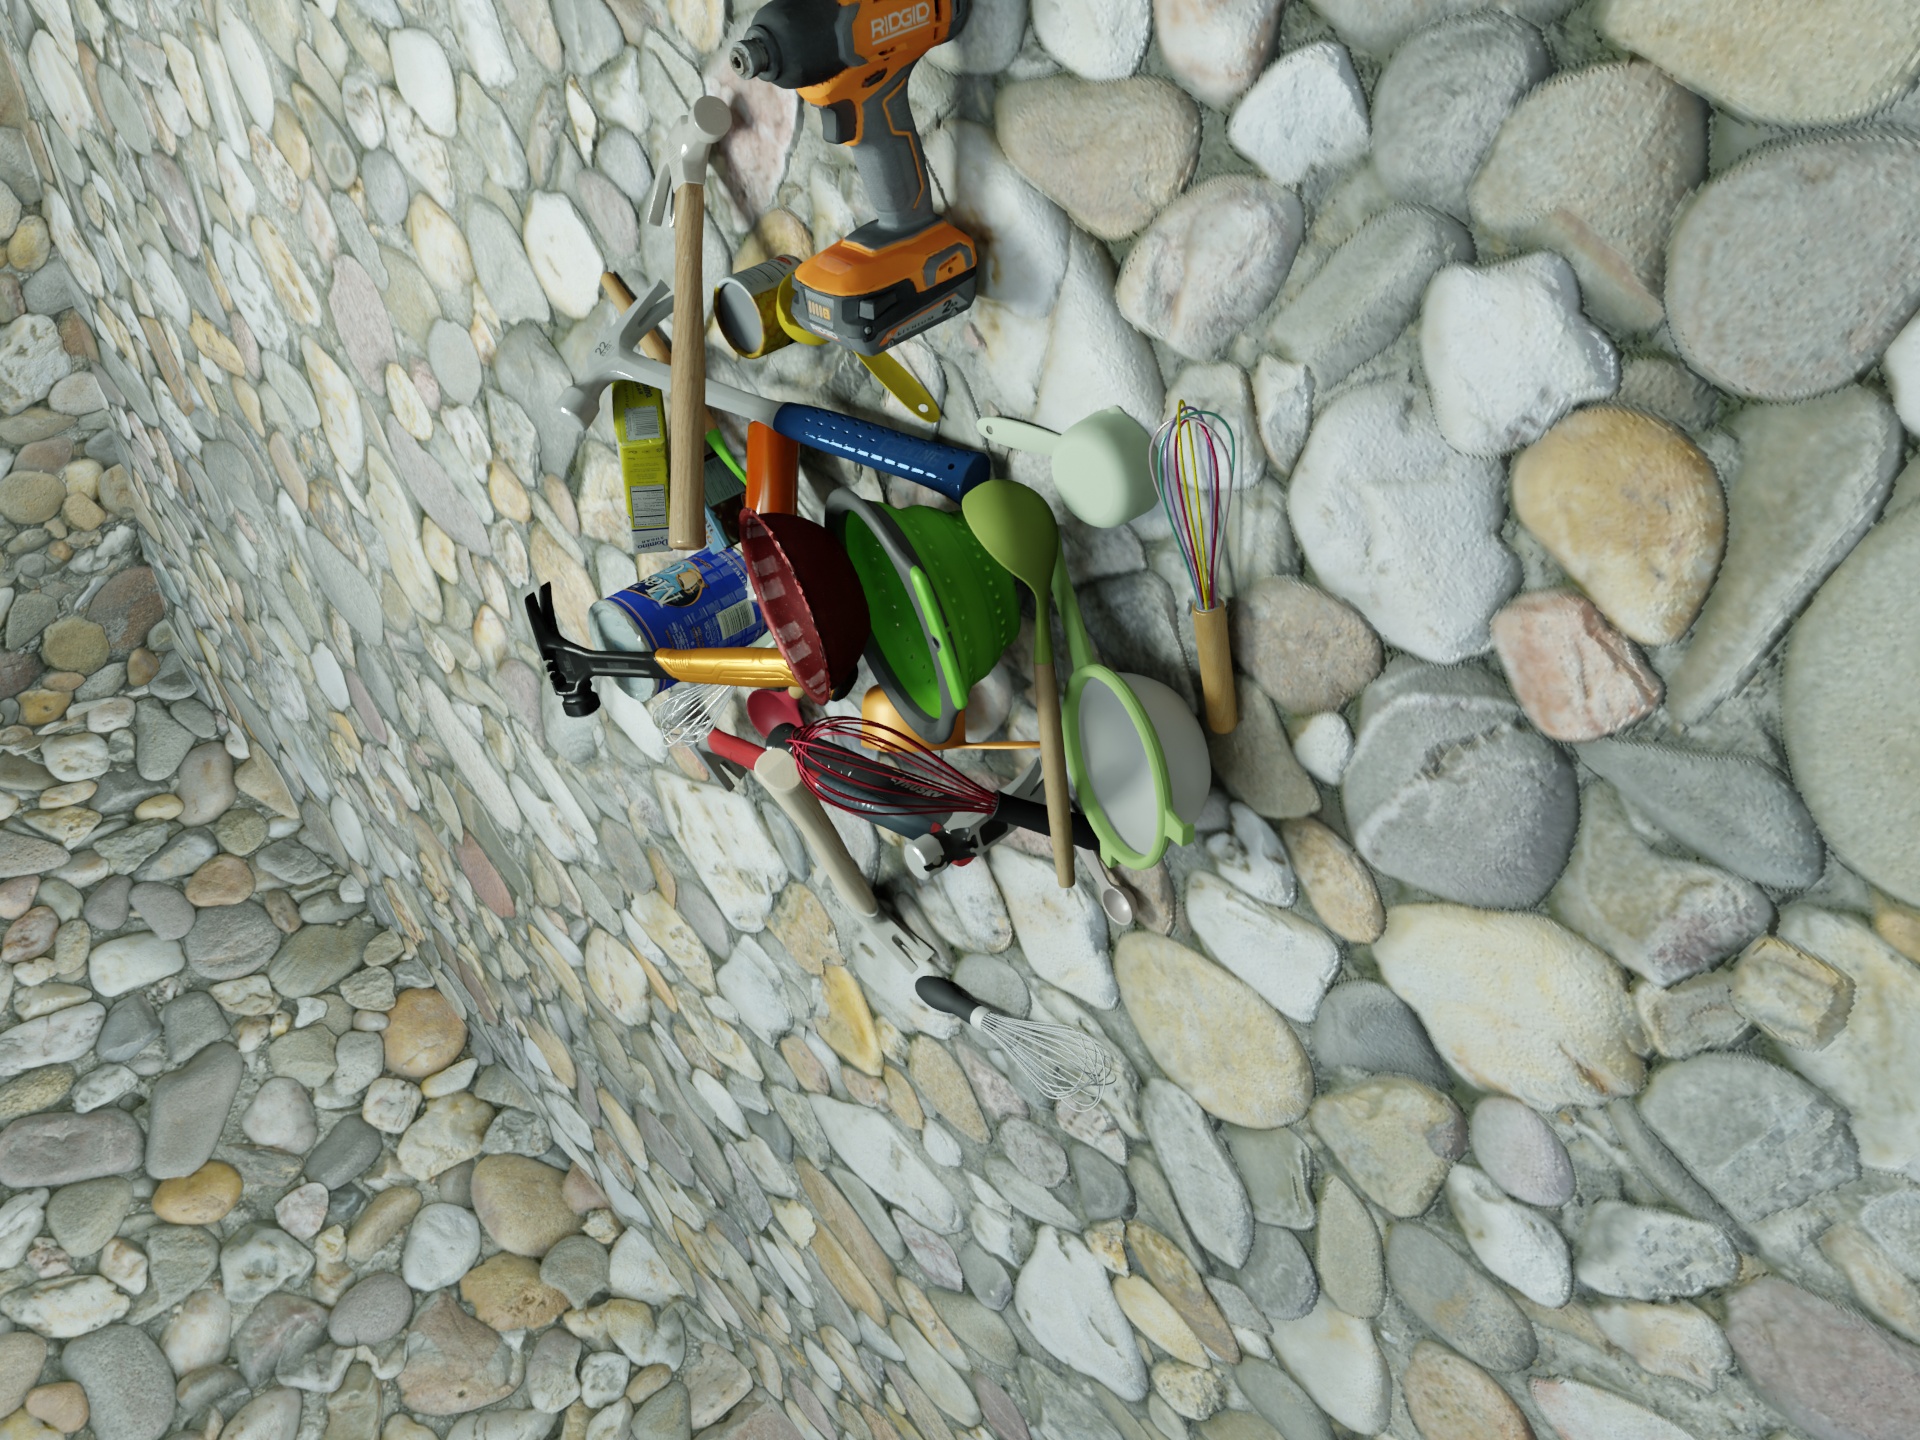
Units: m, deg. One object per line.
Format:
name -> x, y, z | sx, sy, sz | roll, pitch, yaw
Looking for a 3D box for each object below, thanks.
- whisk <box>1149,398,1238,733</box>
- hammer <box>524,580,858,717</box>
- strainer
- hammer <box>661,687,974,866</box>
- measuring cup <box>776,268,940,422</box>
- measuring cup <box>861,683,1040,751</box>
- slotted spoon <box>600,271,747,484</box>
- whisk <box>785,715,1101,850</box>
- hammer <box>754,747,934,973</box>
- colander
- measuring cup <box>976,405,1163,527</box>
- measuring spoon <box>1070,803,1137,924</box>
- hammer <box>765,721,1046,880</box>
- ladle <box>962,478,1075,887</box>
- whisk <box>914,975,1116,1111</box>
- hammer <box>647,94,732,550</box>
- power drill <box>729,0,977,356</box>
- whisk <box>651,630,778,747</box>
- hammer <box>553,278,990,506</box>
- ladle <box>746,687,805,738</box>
whisk -> 0.161, -0.096, 1.036 | 0.047, 0.051, 0.244 | -121, 14, -55
hammer -> -0.234, -0.055, 1.368 | 0.337, 0.034, 0.127 | 4, 122, 32
strainer -> 0.119, -0.024, 1.137 | 0.151, 0.069, 0.256 | 143, 112, -70
hammer -> -0.130, 0.072, 1.541 | 0.387, 0.038, 0.143 | 20, 153, 37
measuring cup -> -0.075, -0.274, 1.193 | 0.156, 0.062, 0.029 | 45, 159, 1
measuring cup -> -0.002, -0.004, 1.304 | 0.174, 0.095, 0.052 | 2, 98, 28
slotted spoon -> -0.233, -0.274, 1.403 | 0.314, 0.031, 0.070 | 56, 177, 11
whisk -> 0.007, 0.059, 1.204 | 0.295, 0.073, 0.073 | 17, 150, -16
hammer -> -0.108, 0.125, 1.428 | 0.146, 0.038, 0.410 | 42, 168, 20
colander -> -0.049, -0.109, 1.270 | 0.397, 0.094, 0.204 | 28, 139, 65
measuring cup -> 0.062, -0.180, 1.088 | 0.168, 0.038, 0.083 | 24, 135, 38
measuring spoon -> 0.111, 0.108, 1.294 | 0.124, 0.018, 0.034 | 62, 148, 7
hammer -> -0.068, 0.048, 1.374 | 0.335, 0.146, 0.035 | 19, 131, 51
ladle -> 0.050, -0.019, 1.145 | 0.062, 0.078, 0.320 | -1, 116, 14
whisk -> 0.042, 0.294, 1.501 | 0.285, 0.070, 0.070 | 17, 130, 52
hammer -> -0.211, -0.297, 1.230 | 0.130, 0.031, 0.331 | 177, 93, -64
power drill -> -0.066, -0.353, 1.002 | 0.084, 0.164, 0.226 | 30, 140, 35
whisk -> -0.209, -0.044, 1.492 | 0.057, 0.059, 0.246 | 36, 128, -26
hammer -> -0.147, -0.249, 1.262 | 0.406, 0.144, 0.035 | 23, 166, 30
ladle -> -0.147, -0.034, 1.448 | 0.069, 0.031, 0.315 | 42, 159, -2
